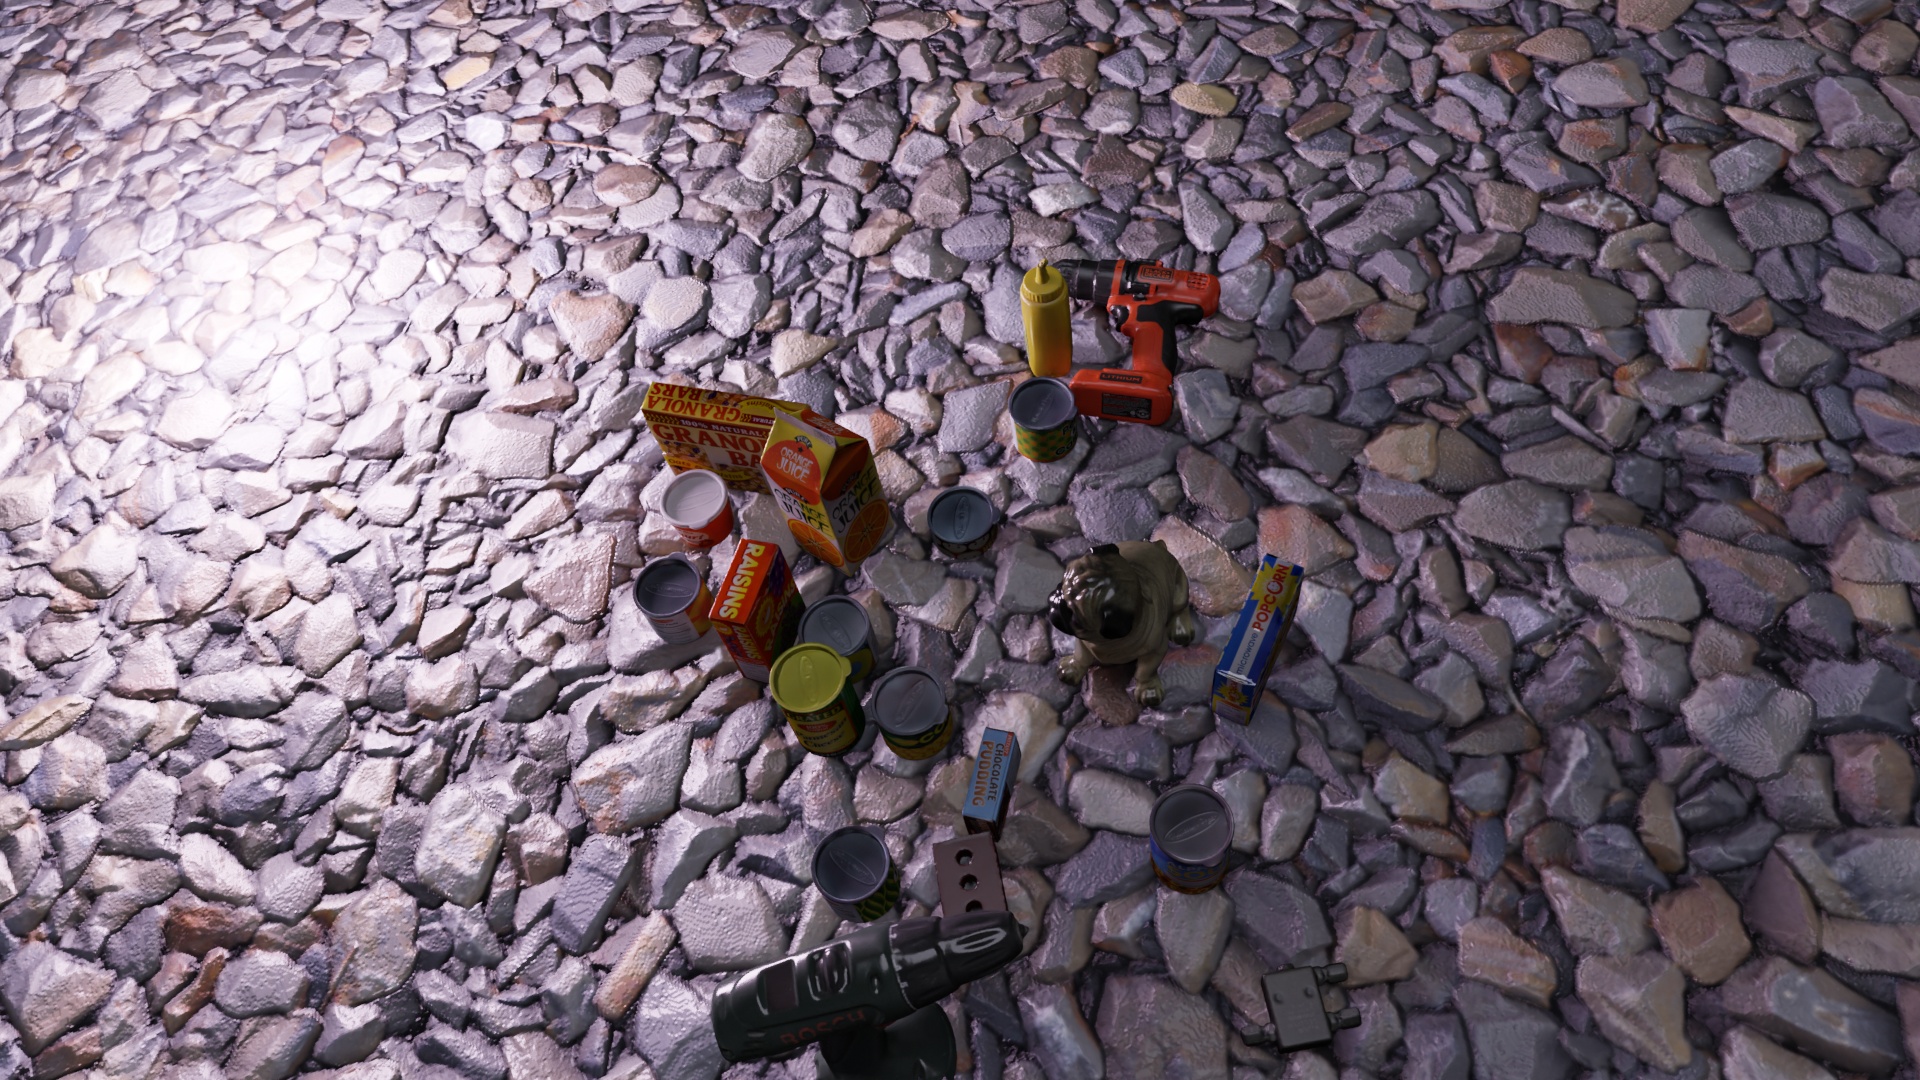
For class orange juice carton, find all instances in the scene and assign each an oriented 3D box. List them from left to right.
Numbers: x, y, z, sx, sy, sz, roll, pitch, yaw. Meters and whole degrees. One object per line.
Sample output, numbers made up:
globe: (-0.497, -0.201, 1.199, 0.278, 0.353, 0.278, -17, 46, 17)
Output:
orange juice carton: (-0.125, -0.053, 1.291, 0.072, 0.191, 0.073, 29, 66, 23)

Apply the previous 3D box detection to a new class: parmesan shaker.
parmesan shaker: (-0.121, 0.141, 1.221, 0.071, 0.102, 0.071, -4, 58, 6)

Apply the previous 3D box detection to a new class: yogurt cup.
yogurt cup: (-0.258, -0.029, 1.376, 0.072, 0.053, 0.073, -4, 58, 6)

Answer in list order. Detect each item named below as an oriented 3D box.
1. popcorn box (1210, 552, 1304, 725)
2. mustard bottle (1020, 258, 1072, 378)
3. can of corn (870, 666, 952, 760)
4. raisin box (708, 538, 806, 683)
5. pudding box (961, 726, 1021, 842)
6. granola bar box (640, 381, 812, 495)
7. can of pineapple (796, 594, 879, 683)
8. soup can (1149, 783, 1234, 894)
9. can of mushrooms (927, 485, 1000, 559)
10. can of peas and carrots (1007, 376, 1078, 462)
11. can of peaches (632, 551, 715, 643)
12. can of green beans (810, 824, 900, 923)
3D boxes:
popcorn box: (0.259, 0.087, 1.213, 0.038, 0.085, 0.127, 20, 63, 19)
mustard bottle: (0.086, -0.229, 1.391, 0.049, 0.159, 0.065, -5, 58, 5)
can of corn: (-0.040, 0.154, 1.228, 0.071, 0.058, 0.071, -4, 58, 6)
raisin box: (-0.182, 0.066, 1.265, 0.040, 0.122, 0.086, 11, 61, 14)
pudding box: (0.028, 0.209, 1.190, 0.030, 0.049, 0.084, 9, 60, 13)
granola bar box: (-0.218, -0.095, 1.371, 0.165, 0.123, 0.039, 9, 60, 14)
can of pineapple: (-0.113, 0.093, 1.277, 0.071, 0.057, 0.071, -4, 58, 6)
soup can: (0.188, 0.246, 1.124, 0.071, 0.083, 0.071, -4, 58, 6)
can of mushrooms: (0.005, -0.017, 1.344, 0.071, 0.033, 0.071, -4, 58, 6)
can of peas and carrots: (0.085, -0.119, 1.382, 0.071, 0.058, 0.071, -4, 58, 6)
can of peaches: (-0.270, 0.055, 1.323, 0.071, 0.057, 0.071, -4, 58, 6)
can of green beans: (-0.086, 0.279, 1.157, 0.071, 0.057, 0.071, -4, 58, 6)
